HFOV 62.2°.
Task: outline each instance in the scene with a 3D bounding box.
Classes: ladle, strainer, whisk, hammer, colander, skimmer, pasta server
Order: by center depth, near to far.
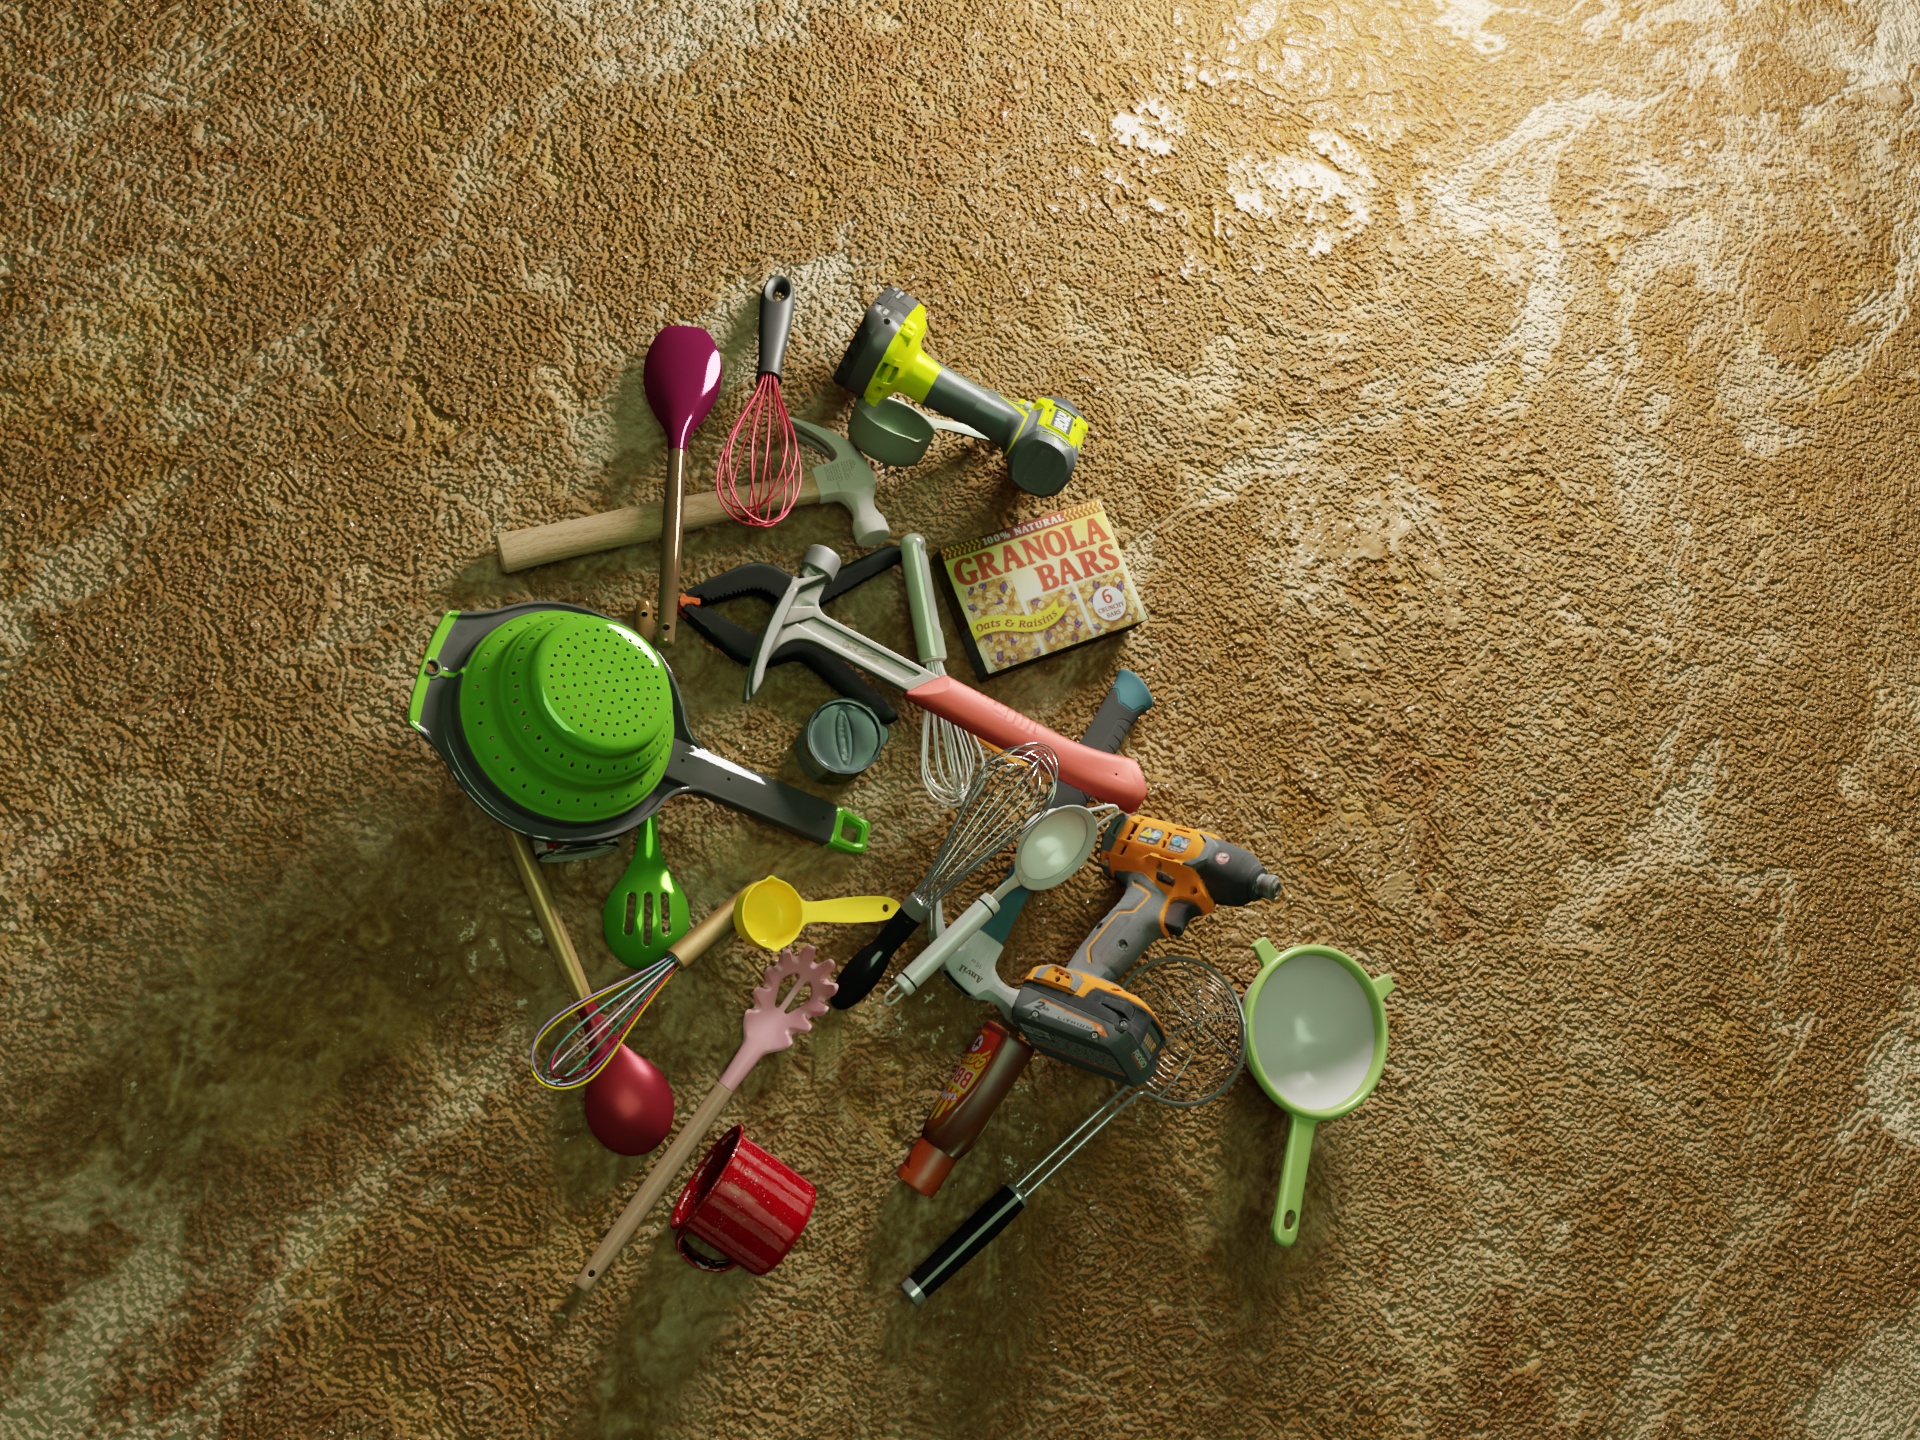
[{"bbox_3d":[-0.224,0.017,1.262,0.396,0.094,0.205,24,58,-26],"label":"colander"},{"bbox_3d":[-0.242,0.209,1.270,0.047,0.051,0.245,23,47,33],"label":"whisk"},{"bbox_3d":[-0.205,0.317,1.277,0.060,0.040,0.316,36,72,0],"label":"pasta server"},{"bbox_3d":[-0.313,0.201,1.282,0.069,0.031,0.315,-22,82,-20],"label":"ladle"},{"bbox_3d":[-0.017,0.130,1.321,0.070,0.070,0.284,39,95,-4],"label":"whisk"},{"bbox_3d":[0.089,0.344,1.324,0.363,0.090,0.127,-38,62,-18],"label":"skimmer"},{"bbox_3d":[0.028,0.148,1.344,0.258,0.086,0.050,-42,46,-16],"label":"strainer"},{"bbox_3d":[-0.002,-0.004,1.352,0.359,0.036,0.149,28,67,-13],"label":"hammer"},{"bbox_3d":[-0.236,-0.183,1.383,0.331,0.031,0.130,-14,72,-15],"label":"hammer"},{"bbox_3d":[-0.169,-0.283,1.390,0.073,0.073,0.296,10,56,-13],"label":"whisk"},{"bbox_3d":[0.288,0.325,1.394,0.151,0.069,0.256,18,74,-20],"label":"strainer"},{"bbox_3d":[-0.022,-0.046,1.398,0.059,0.057,0.246,-12,83,17],"label":"whisk"},{"bbox_3d":[0.081,0.096,1.410,0.128,0.033,0.331,34,71,-7],"label":"hammer"}]

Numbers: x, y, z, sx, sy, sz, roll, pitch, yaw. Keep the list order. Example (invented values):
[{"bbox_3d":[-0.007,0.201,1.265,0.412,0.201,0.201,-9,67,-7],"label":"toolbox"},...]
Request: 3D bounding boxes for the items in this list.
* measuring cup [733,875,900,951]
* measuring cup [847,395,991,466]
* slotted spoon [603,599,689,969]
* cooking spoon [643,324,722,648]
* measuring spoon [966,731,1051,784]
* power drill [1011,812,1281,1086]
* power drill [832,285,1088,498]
[{"bbox_3d":[-0.121,0.161,1.334,0.156,0.029,0.062,3,77,-38],"label":"measuring cup"},{"bbox_3d":[-0.030,-0.256,1.451,0.167,0.038,0.083,2,38,-40],"label":"measuring cup"},{"bbox_3d":[-0.264,0.049,1.330,0.070,0.031,0.314,0,76,-14],"label":"slotted spoon"},{"bbox_3d":[-0.244,-0.208,1.363,0.068,0.017,0.319,3,67,-8],"label":"cooking spoon"},{"bbox_3d":[0.033,0.018,1.408,0.117,0.011,0.021,37,68,15],"label":"measuring spoon"},{"bbox_3d":[0.160,0.187,1.336,0.226,0.164,0.084,-57,138,-25],"label":"power drill"},{"bbox_3d":[0.009,-0.295,1.433,0.223,0.080,0.171,30,28,-6],"label":"power drill"}]
